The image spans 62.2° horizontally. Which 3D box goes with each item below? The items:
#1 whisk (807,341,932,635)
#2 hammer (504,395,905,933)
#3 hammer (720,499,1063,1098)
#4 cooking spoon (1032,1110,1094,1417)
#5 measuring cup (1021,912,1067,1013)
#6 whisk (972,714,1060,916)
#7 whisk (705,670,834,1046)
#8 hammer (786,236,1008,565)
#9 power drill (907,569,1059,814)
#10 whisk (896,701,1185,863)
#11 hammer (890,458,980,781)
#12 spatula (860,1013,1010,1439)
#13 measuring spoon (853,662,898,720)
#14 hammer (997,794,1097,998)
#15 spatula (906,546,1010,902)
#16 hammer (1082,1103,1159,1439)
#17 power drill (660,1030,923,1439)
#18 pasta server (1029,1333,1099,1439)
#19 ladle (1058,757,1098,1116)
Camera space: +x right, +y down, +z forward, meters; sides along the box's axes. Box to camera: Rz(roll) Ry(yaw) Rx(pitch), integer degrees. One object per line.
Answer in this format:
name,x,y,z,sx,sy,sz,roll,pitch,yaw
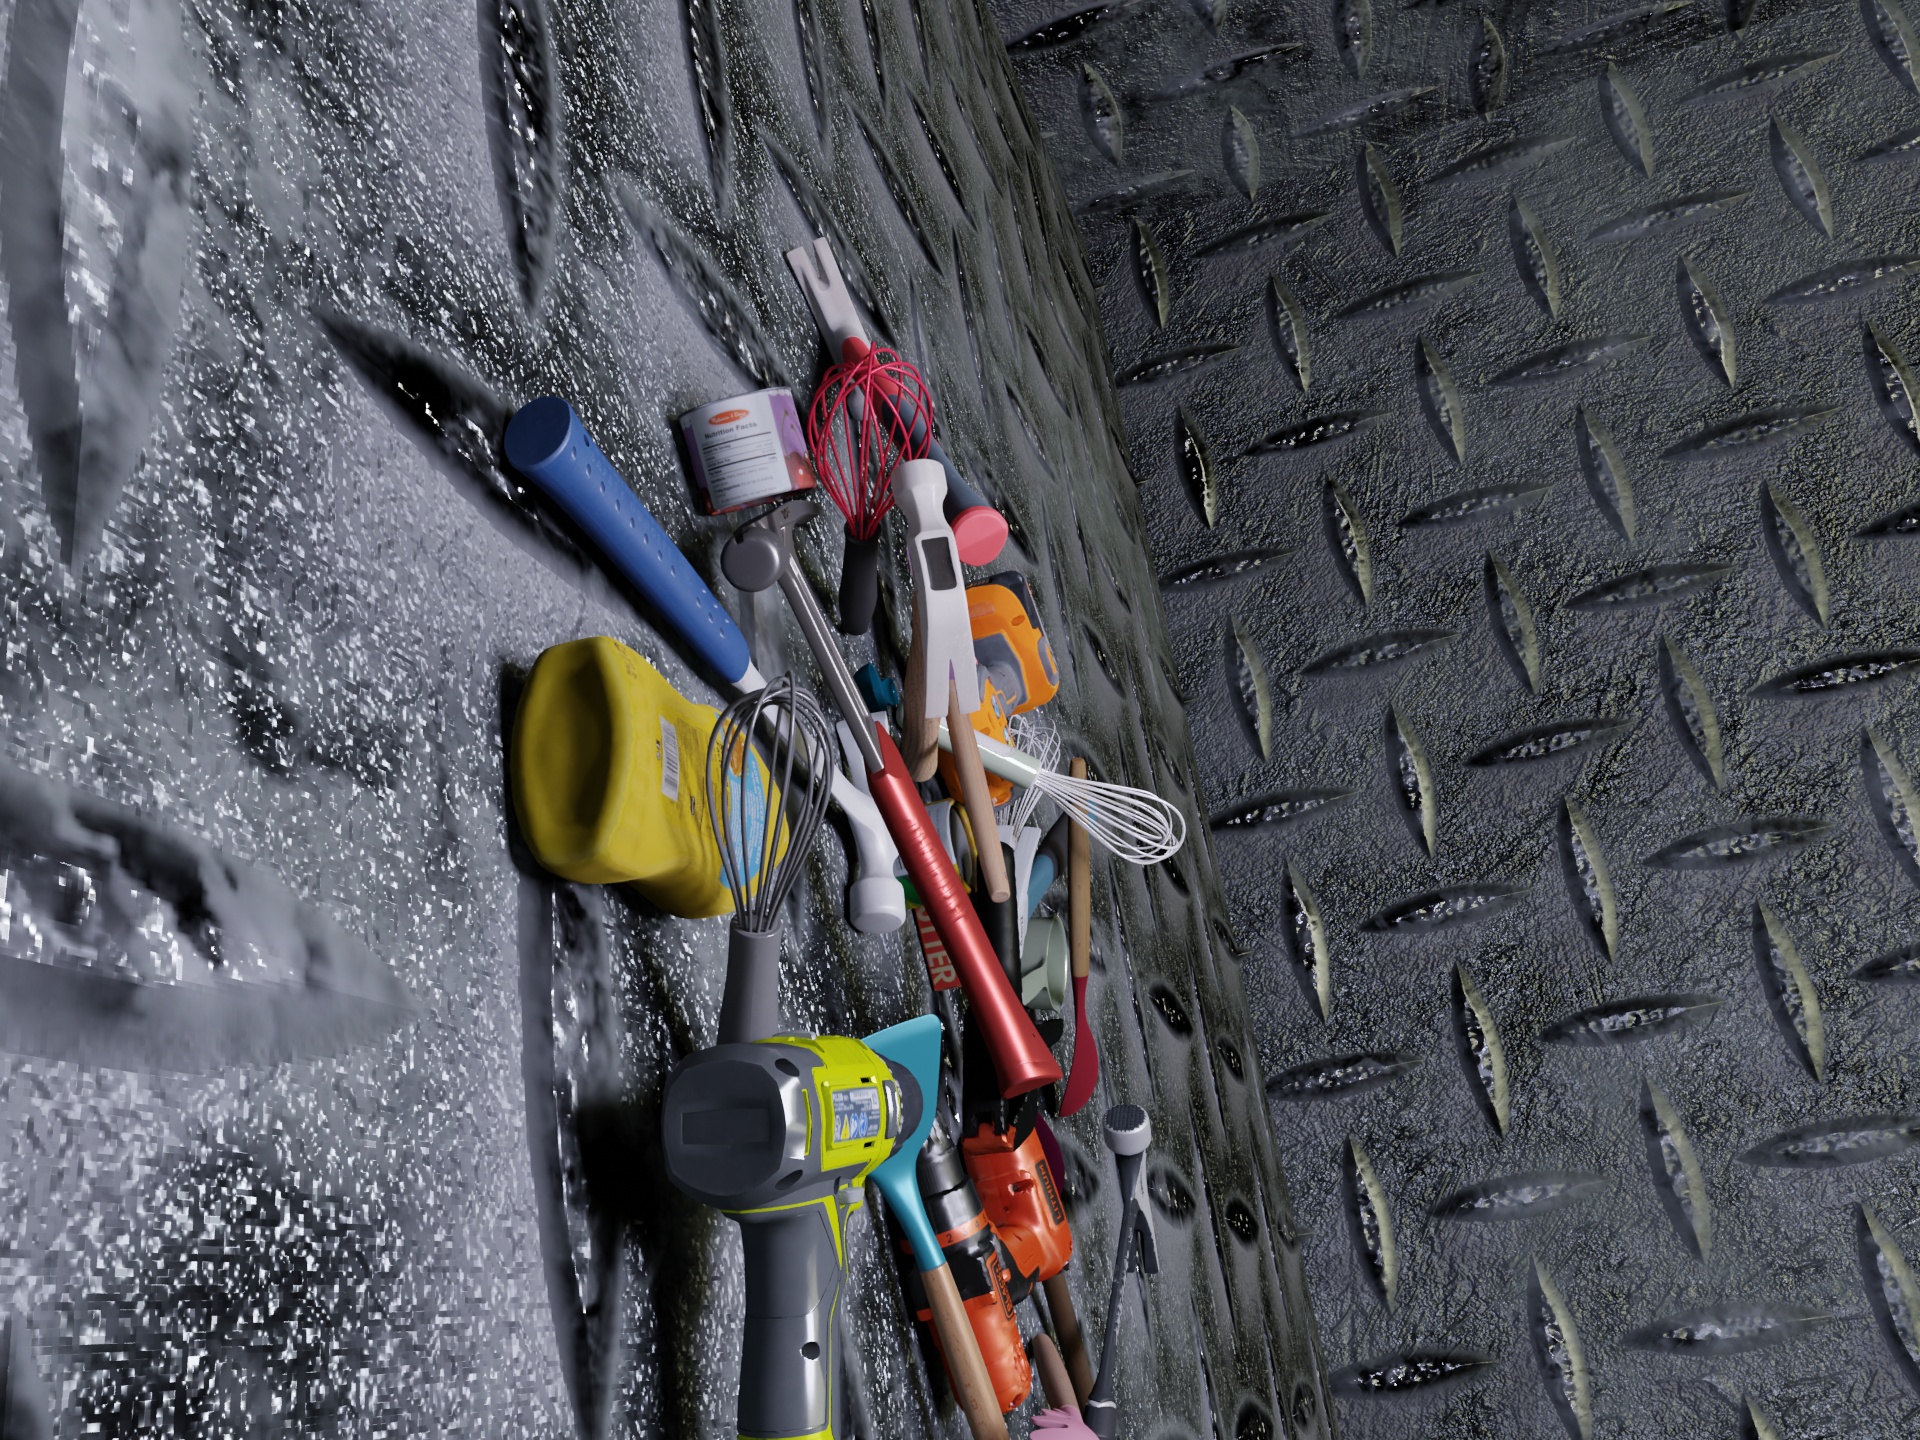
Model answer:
whisk,-0.059,-0.128,0.976,0.295,0.073,0.073,102,-18,-64
hammer,-0.117,-0.030,0.854,0.405,0.035,0.144,56,24,-53
hammer,-0.031,0.048,0.891,0.149,0.036,0.359,-67,133,-76
cooking spoon,0.064,0.390,1.125,0.017,0.069,0.318,-38,121,-46
measuring cup,0.048,0.202,1.257,0.167,0.038,0.083,-13,101,-72
whisk,0.039,0.086,1.324,0.285,0.070,0.070,-75,148,-53
whisk,-0.086,0.090,0.680,0.055,0.055,0.238,-72,171,-65
hammer,-0.045,-0.214,1.078,0.387,0.038,0.143,-118,-177,-56
power drill,0.014,-0.043,1.296,0.227,0.084,0.164,-67,138,-63
whisk,0.061,0.044,1.195,0.246,0.059,0.058,27,26,-14
hammer,-0.021,-0.026,0.998,0.331,0.031,0.130,99,-18,-69
spatula,-0.003,0.321,0.858,0.044,0.082,0.317,-25,-96,59
measuring spoon,-0.061,-0.017,1.117,0.128,0.021,0.042,-17,92,-85
hammer,0.067,0.118,1.268,0.331,0.033,0.128,-39,132,-72
spatula,-0.002,-0.003,1.094,0.059,0.018,0.316,53,17,-45
hammer,0.097,0.454,1.081,0.409,0.036,0.149,-67,152,-59
power drill,-0.056,0.245,0.658,0.190,0.080,0.229,33,52,-70
pasta server,0.054,0.412,0.953,0.316,0.040,0.060,102,-20,-81
ladle,0.095,0.179,1.279,0.069,0.031,0.315,-51,142,-66
